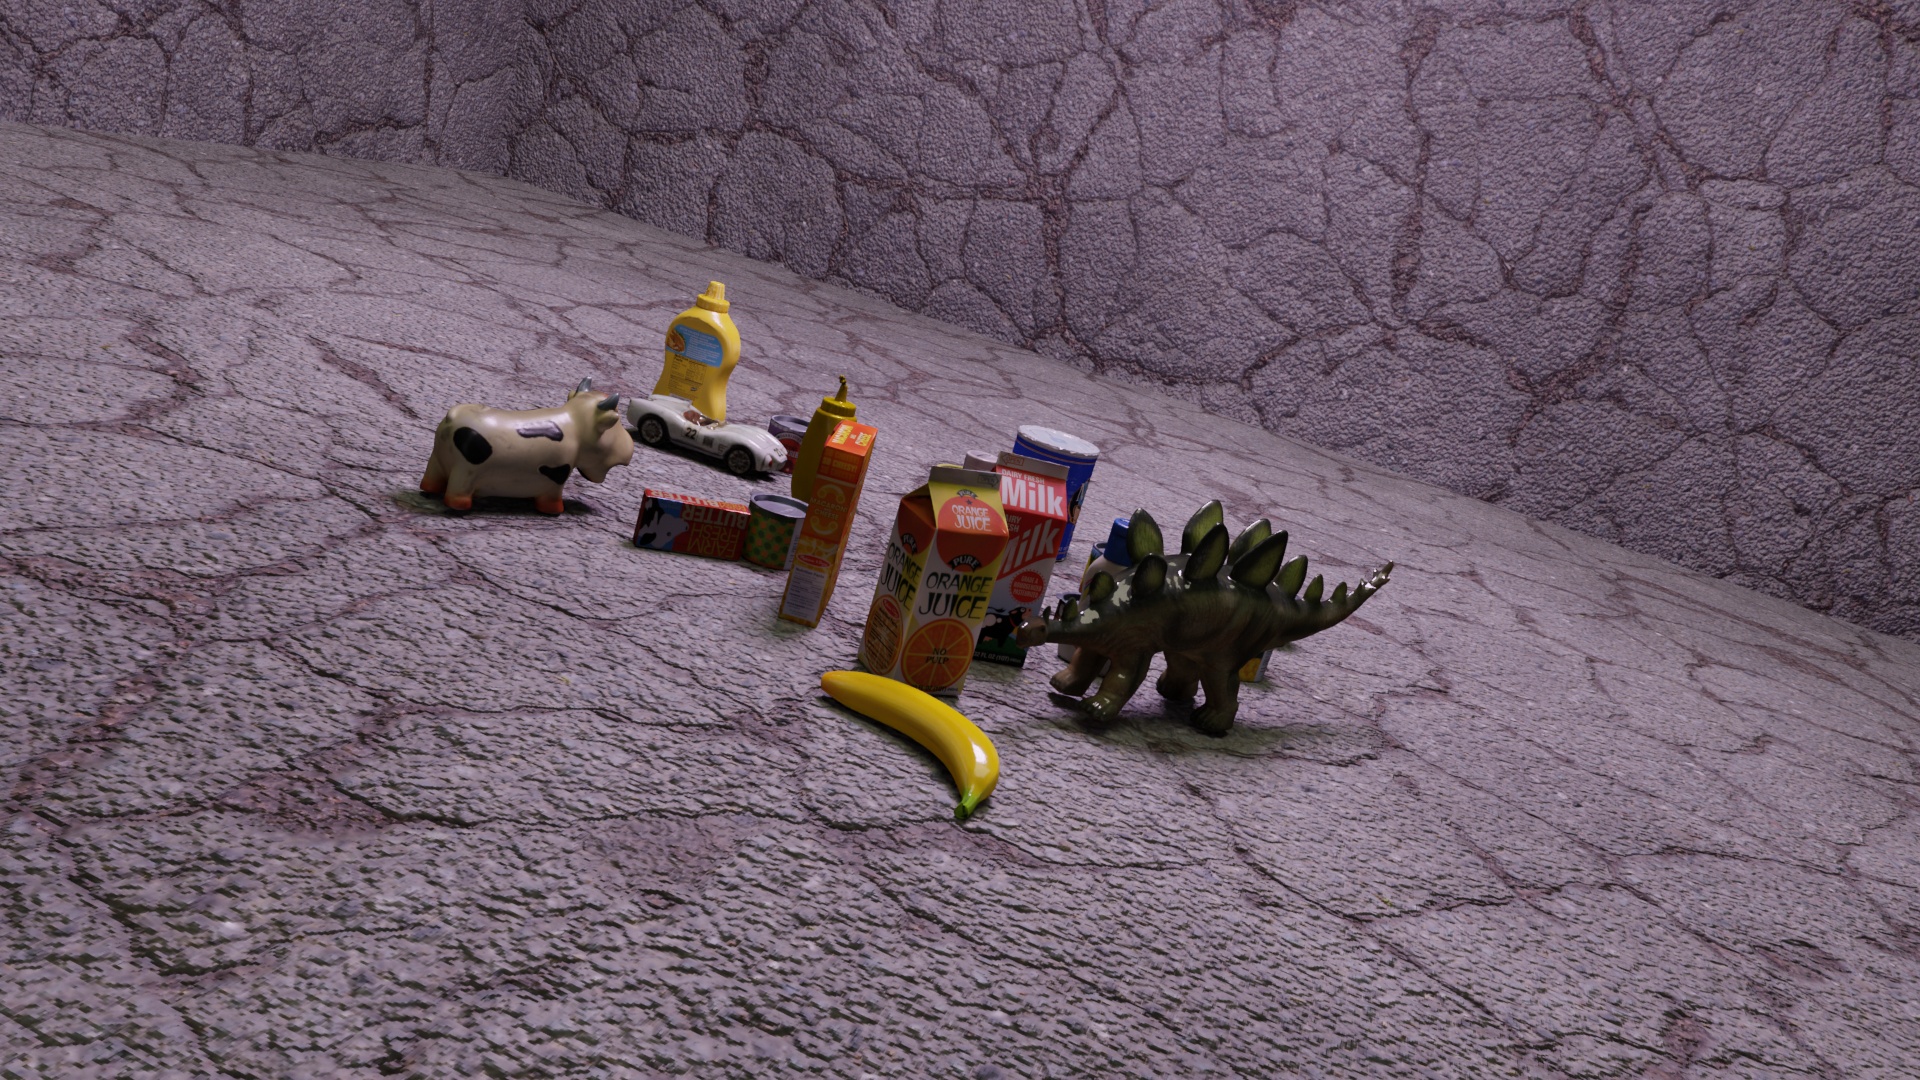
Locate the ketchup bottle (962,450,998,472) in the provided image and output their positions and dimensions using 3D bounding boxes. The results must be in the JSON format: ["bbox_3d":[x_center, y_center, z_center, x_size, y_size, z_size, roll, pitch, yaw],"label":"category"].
[{"bbox_3d":[0.005,-0.018,1.438,0.043,0.148,0.065,23,17,24],"label":"ketchup bottle"}]

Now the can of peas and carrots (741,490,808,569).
[{"bbox_3d":[-0.186,-0.010,1.385,0.071,0.058,0.071,15,16,-4],"label":"can of peas and carrots"}]

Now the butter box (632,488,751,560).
[{"bbox_3d":[-0.258,-0.014,1.338,0.103,0.053,0.024,9,17,-24],"label":"butter box"}]

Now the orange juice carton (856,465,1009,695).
[{"bbox_3d":[-0.020,0.030,1.169,0.072,0.192,0.073,7,18,-31],"label":"orange juice carton"}]

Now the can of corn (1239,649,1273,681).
[{"bbox_3d":[0.294,0.108,1.463,0.071,0.058,0.071,15,16,-4],"label":"can of corn"}]

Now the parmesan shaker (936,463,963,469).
[{"bbox_3d":[-0.011,-0.025,1.532,0.071,0.102,0.071,15,15,-4],"label":"parmesan shaker"}]

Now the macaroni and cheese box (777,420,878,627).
[{"bbox_3d":[-0.121,-0.019,1.281,0.040,0.166,0.124,16,15,-2],"label":"macaroni and cheese box"}]

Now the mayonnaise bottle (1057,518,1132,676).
[{"bbox_3d":[0.143,0.053,1.335,0.065,0.147,0.041,24,17,27],"label":"mayonnaise bottle"}]

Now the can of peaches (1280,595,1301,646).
[{"bbox_3d":[0.355,0.084,1.608,0.071,0.058,0.071,15,16,-4],"label":"can of peaches"}]

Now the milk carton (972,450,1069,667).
[{"bbox_3d":[0.043,0.013,1.293,0.072,0.190,0.073,12,16,-16],"label":"milk carton"}]

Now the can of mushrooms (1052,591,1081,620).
[{"bbox_3d":[0.128,0.080,1.439,0.071,0.033,0.071,15,16,-4],"label":"can of mushrooms"}]

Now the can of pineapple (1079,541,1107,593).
[{"bbox_3d":[0.173,0.040,1.576,0.071,0.057,0.071,15,16,-4],"label":"can of pineapple"}]

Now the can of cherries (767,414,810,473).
[{"bbox_3d":[-0.212,-0.119,1.732,0.071,0.058,0.072,15,16,-4],"label":"can of cherries"}]

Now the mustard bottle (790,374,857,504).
[{"bbox_3d":[-0.148,-0.110,1.578,0.065,0.159,0.049,29,20,39],"label":"mustard bottle"}]
